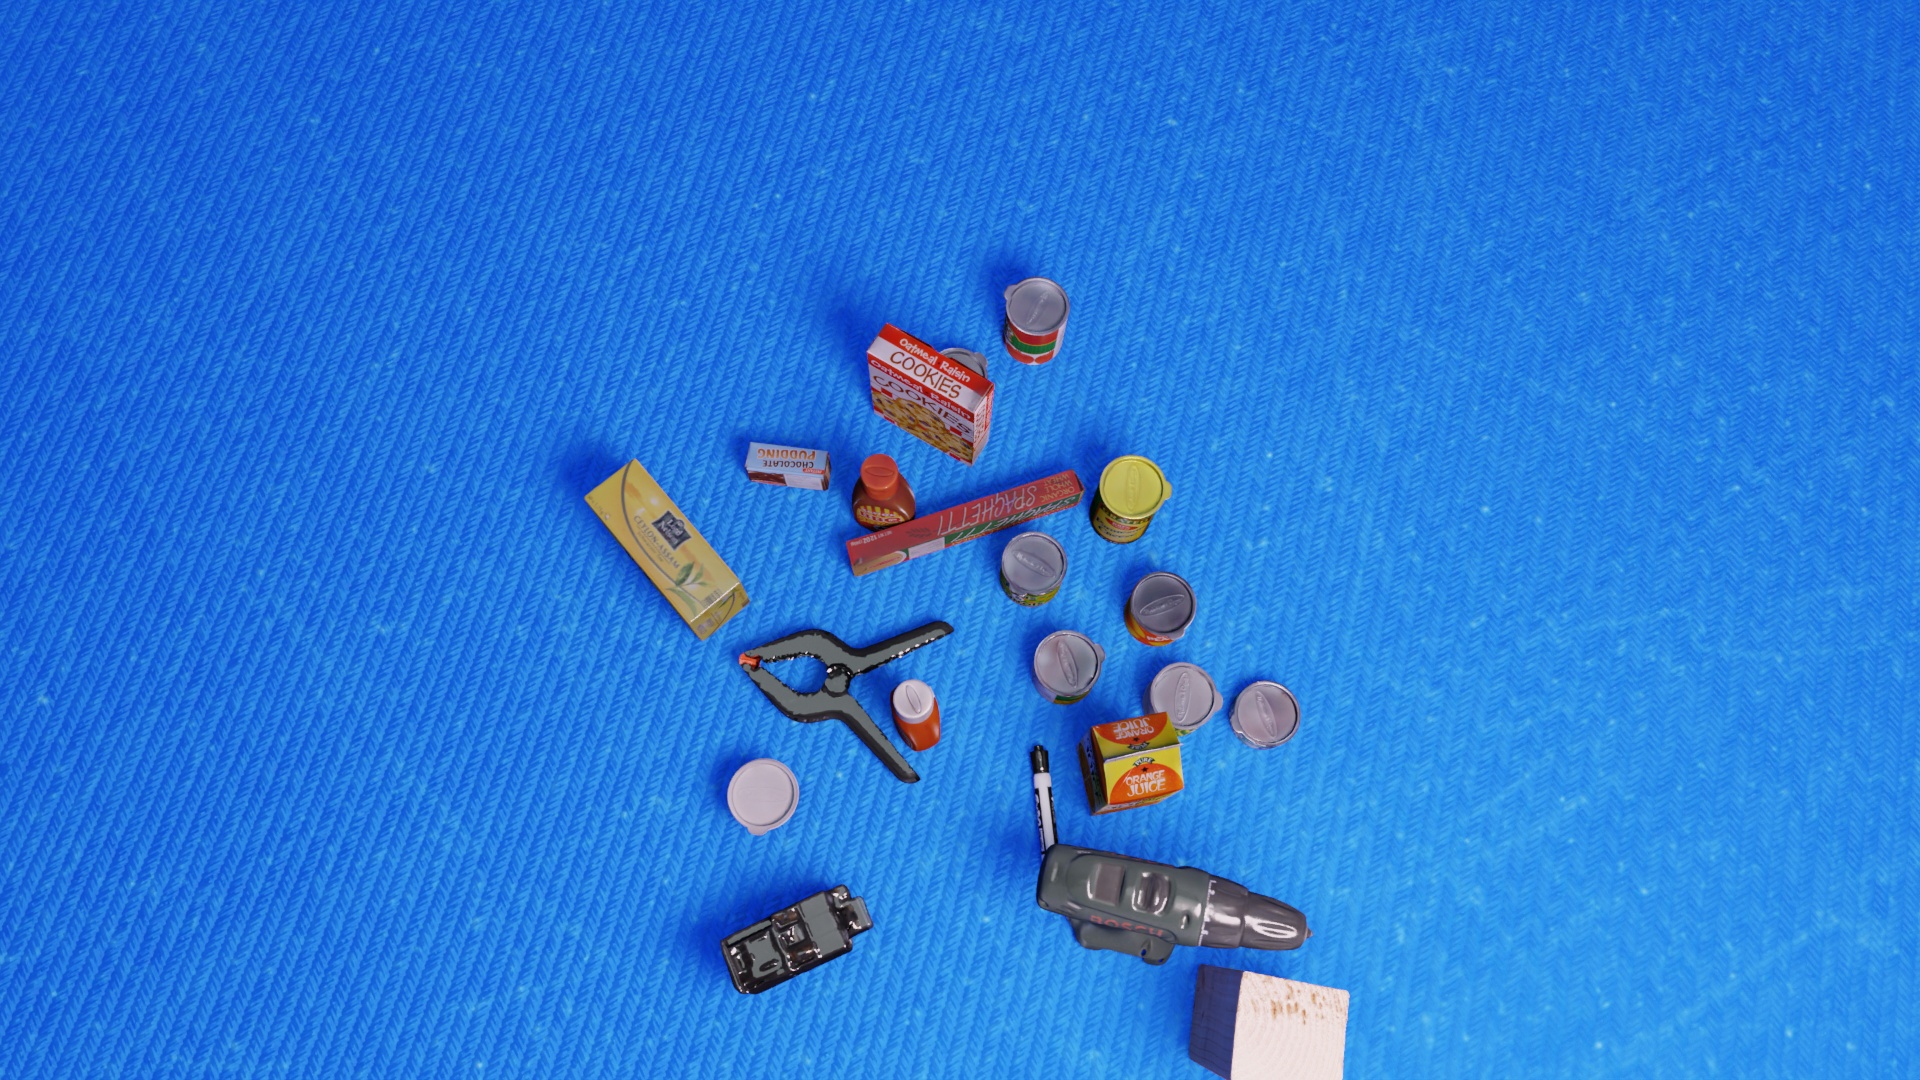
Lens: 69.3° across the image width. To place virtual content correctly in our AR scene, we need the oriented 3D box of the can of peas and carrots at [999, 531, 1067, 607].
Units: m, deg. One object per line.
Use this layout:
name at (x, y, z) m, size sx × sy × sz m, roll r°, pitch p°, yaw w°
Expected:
can of peas and carrots at (0.072, 0.032, 1.408) m, size 0.071 × 0.058 × 0.071 m, roll 0°, pitch 74°, yaw -1°

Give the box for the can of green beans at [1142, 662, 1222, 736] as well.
can of green beans at (0.216, 0.158, 1.375) m, size 0.071 × 0.057 × 0.071 m, roll 0°, pitch 74°, yaw -1°

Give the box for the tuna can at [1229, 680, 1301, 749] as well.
tuna can at (0.300, 0.175, 1.385) m, size 0.071 × 0.032 × 0.071 m, roll 0°, pitch 74°, yaw -1°

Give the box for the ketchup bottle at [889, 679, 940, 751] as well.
ketchup bottle at (-0.043, 0.161, 1.322) m, size 0.043 × 0.148 × 0.065 m, roll -24°, pitch 76°, yaw -7°

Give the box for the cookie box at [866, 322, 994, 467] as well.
cookie box at (-0.030, -0.144, 1.401) m, size 0.123 × 0.167 × 0.040 m, roll 30°, pitch 76°, yaw 7°

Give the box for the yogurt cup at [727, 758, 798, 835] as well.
yogurt cup at (-0.188, 0.248, 1.343) m, size 0.072 × 0.053 × 0.072 m, roll 0°, pitch 74°, yaw -1°

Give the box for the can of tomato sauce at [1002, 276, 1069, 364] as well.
can of tomato sauce at (0.077, -0.232, 1.472) m, size 0.071 × 0.083 × 0.071 m, roll 0°, pitch 74°, yaw -1°

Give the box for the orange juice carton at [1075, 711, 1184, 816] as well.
orange juice carton at (0.157, 0.208, 1.290) m, size 0.072 × 0.192 × 0.073 m, roll -10°, pitch 75°, yaw -4°

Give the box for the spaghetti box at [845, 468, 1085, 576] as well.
spaghetti box at (0.005, -0.018, 1.426) m, size 0.250 × 0.050 × 0.029 m, roll -18°, pitch 75°, yaw -6°

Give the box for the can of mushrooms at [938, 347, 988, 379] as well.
can of mushrooms at (-0.002, -0.170, 1.478) m, size 0.071 × 0.033 × 0.071 m, roll 0°, pitch 74°, yaw -1°

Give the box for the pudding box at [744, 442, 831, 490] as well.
pudding box at (-0.178, -0.076, 1.439) m, size 0.084 × 0.049 × 0.030 m, roll 7°, pitch 74°, yaw 1°

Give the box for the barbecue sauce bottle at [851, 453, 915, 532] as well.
barbecue sauce bottle at (-0.078, -0.047, 1.381) m, size 0.065 × 0.148 × 0.044 m, roll 10°, pitch 75°, yaw 2°

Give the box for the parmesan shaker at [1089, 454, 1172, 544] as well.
parmesan shaker at (0.171, -0.039, 1.408) m, size 0.071 × 0.103 × 0.071 m, roll 0°, pitch 74°, yaw -1°

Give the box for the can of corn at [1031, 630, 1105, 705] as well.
can of corn at (0.107, 0.127, 1.382) m, size 0.071 × 0.058 × 0.071 m, roll 0°, pitch 74°, yaw -1°

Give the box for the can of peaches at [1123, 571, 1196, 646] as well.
can of peaches at (0.201, 0.072, 1.400) m, size 0.071 × 0.058 × 0.071 m, roll 0°, pitch 74°, yaw -1°
